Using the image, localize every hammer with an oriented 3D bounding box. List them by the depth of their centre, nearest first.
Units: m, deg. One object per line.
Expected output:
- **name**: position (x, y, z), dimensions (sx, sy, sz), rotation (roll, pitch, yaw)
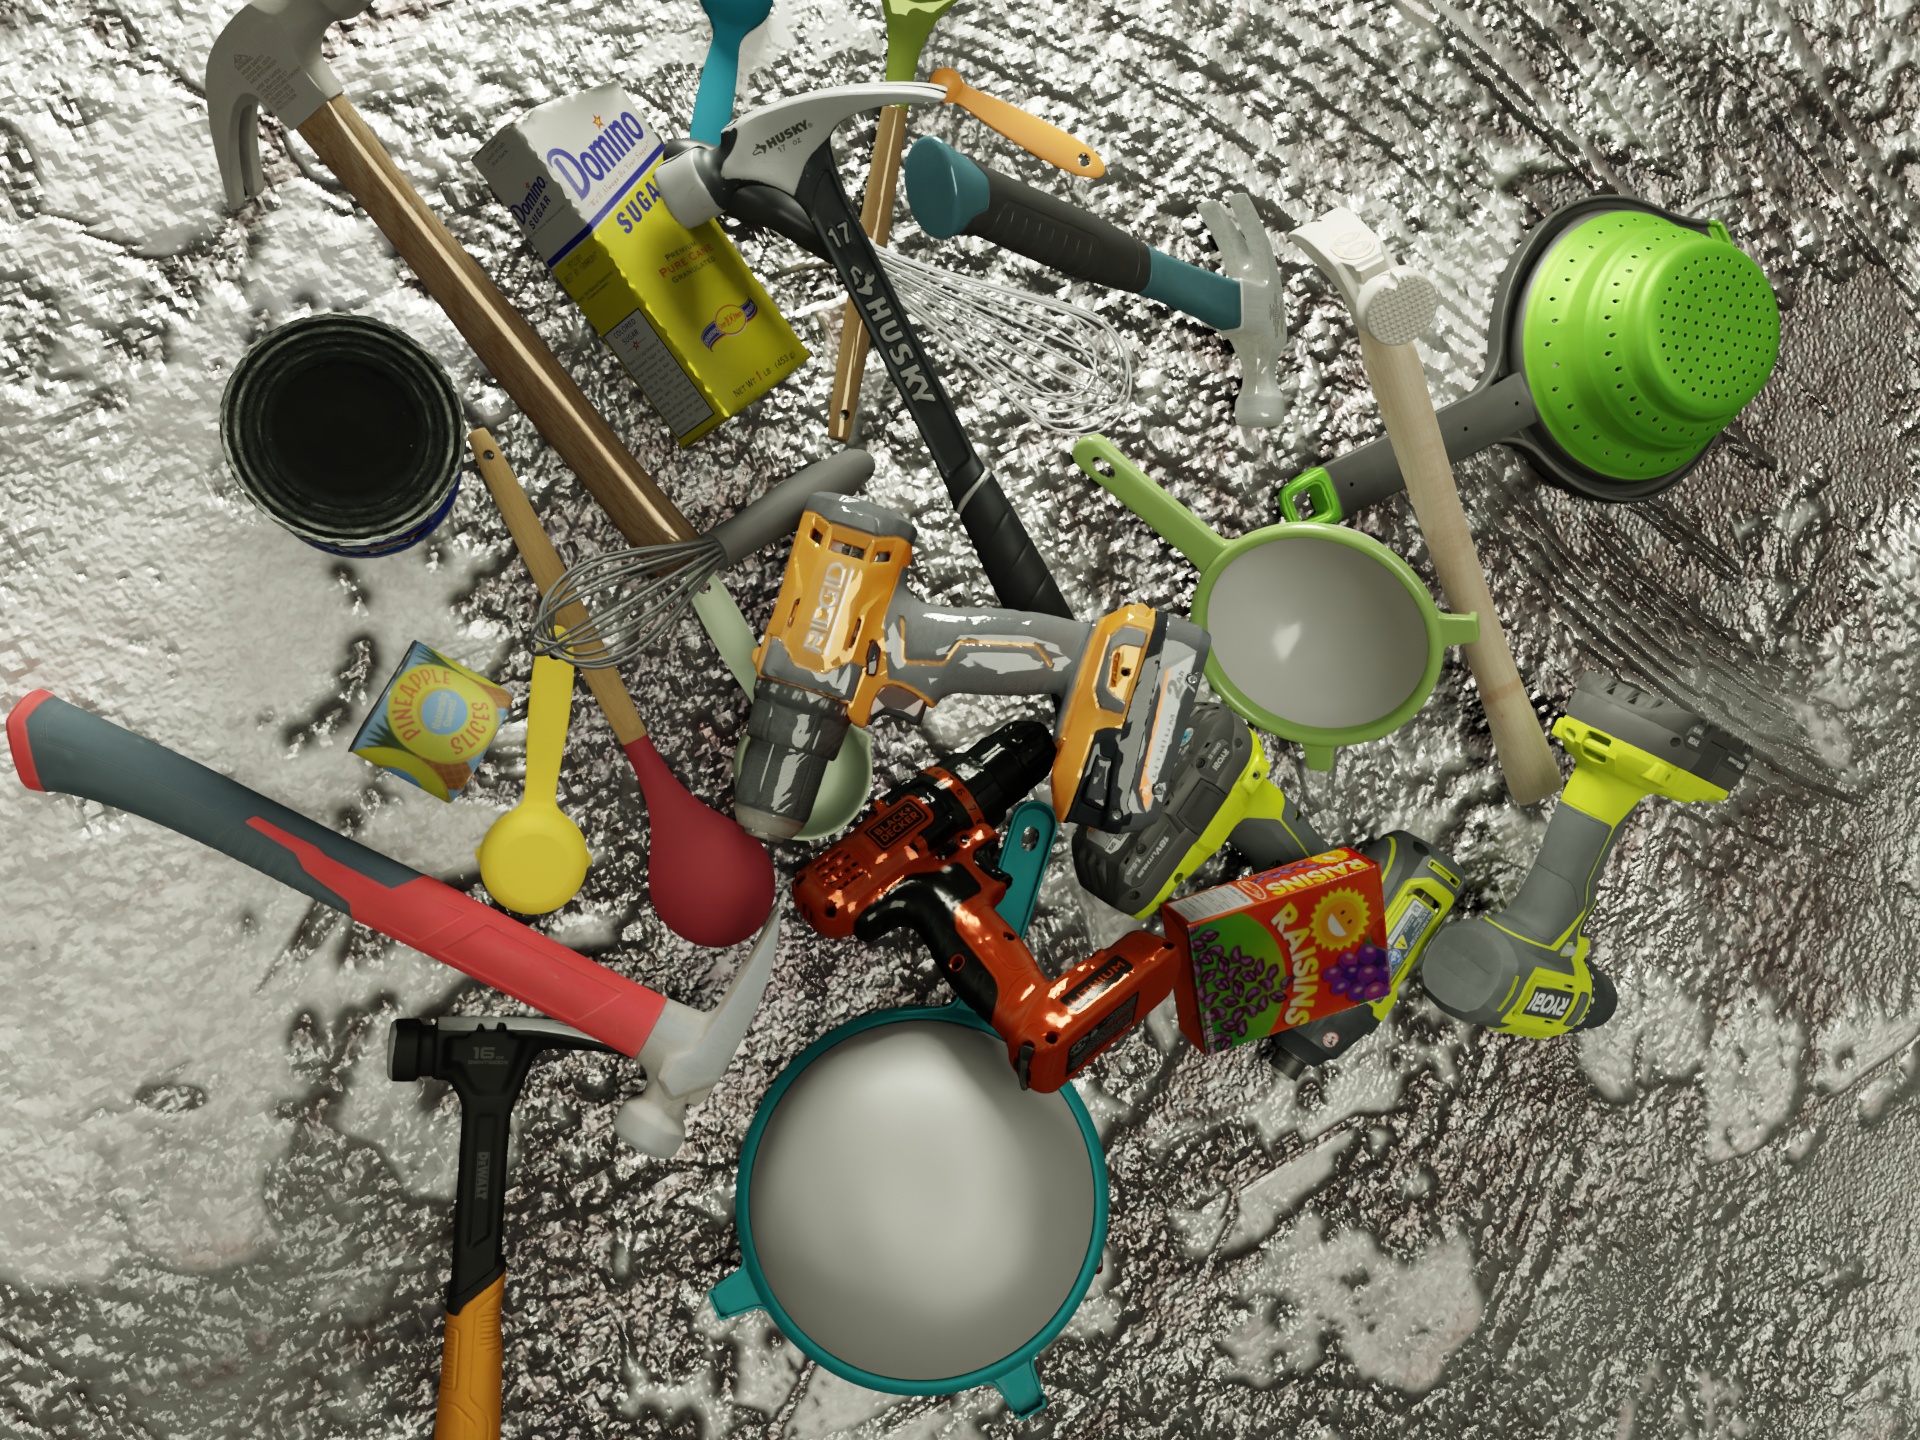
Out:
- **hammer**: position (-0.246, -0.207, 0.807), dimensions (0.130, 0.031, 0.331), rotation (-25, 116, 26)
- **hammer**: position (-0.283, 0.075, 0.807), dimensions (0.386, 0.038, 0.143), rotation (29, 86, -10)
- **hammer**: position (0.087, -0.244, 0.852), dimensions (0.330, 0.033, 0.128), rotation (1, 88, -51)
- **hammer**: position (-0.255, 0.328, 0.860), dimensions (0.127, 0.034, 0.337), rotation (5, 92, -17)
- **hammer**: position (0.003, -0.144, 0.864), dimensions (0.149, 0.036, 0.408), rotation (-22, 117, 15)
- **hammer**: position (0.290, -0.109, 0.951), dimensions (0.038, 0.146, 0.410), rotation (-25, 124, 8)

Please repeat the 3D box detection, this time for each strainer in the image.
- **strainer**: position (-0.002, 0.198, 0.875), dimensions (0.211, 0.095, 0.340), rotation (17, 76, 4)
- **strainer**: position (0.179, -0.096, 0.961), dimensions (0.256, 0.151, 0.069), rotation (40, 42, 1)

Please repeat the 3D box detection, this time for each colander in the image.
- **colander**: position (0.383, -0.210, 1.005), dimensions (0.397, 0.094, 0.204), rotation (-27, 101, -15)

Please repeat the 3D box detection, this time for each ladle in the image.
- **ladle**: position (-0.188, -0.013, 0.866), dimensions (0.069, 0.031, 0.315), rotation (-28, 100, -12)
- **ladle**: position (-0.038, -0.315, 0.882), dimensions (0.078, 0.062, 0.320), rotation (9, 93, -17)

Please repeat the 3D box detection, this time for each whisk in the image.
- **whisk**: position (-0.129, -0.092, 0.837), dimensions (0.239, 0.055, 0.055), rotation (-37, 105, -36)
- **whisk**: position (-0.030, -0.236, 0.860), dimensions (0.284, 0.070, 0.070), rotation (25, 85, -16)

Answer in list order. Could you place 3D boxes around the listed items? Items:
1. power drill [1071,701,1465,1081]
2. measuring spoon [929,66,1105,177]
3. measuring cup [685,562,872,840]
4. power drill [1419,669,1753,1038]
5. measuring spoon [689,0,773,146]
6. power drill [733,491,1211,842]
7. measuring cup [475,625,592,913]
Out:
- **power drill**: position (0.185, 0.106, 0.971), dimensions (0.223, 0.080, 0.171), rotation (36, 86, -20)
- **measuring spoon**: position (0.035, -0.347, 0.926), dimensions (0.116, 0.011, 0.021), rotation (23, 86, -18)
- **measuring cup**: position (-0.111, -0.012, 0.886), dimensions (0.083, 0.038, 0.167), rotation (-30, 100, -14)
- **power drill**: position (0.400, 0.098, 1.005), dimensions (0.190, 0.080, 0.228), rotation (17, 102, -43)
- **measuring spoon**: position (-0.129, -0.358, 0.865), dimensions (0.042, 0.021, 0.128), rotation (11, 89, -18)
- **power drill**: position (-0.001, -0.003, 0.839), dimensions (0.226, 0.084, 0.185), rotation (17, 87, 0)
- **measuring cup**: position (-0.222, 0.028, 0.845), dimensions (0.062, 0.029, 0.156), rotation (6, 100, -16)
